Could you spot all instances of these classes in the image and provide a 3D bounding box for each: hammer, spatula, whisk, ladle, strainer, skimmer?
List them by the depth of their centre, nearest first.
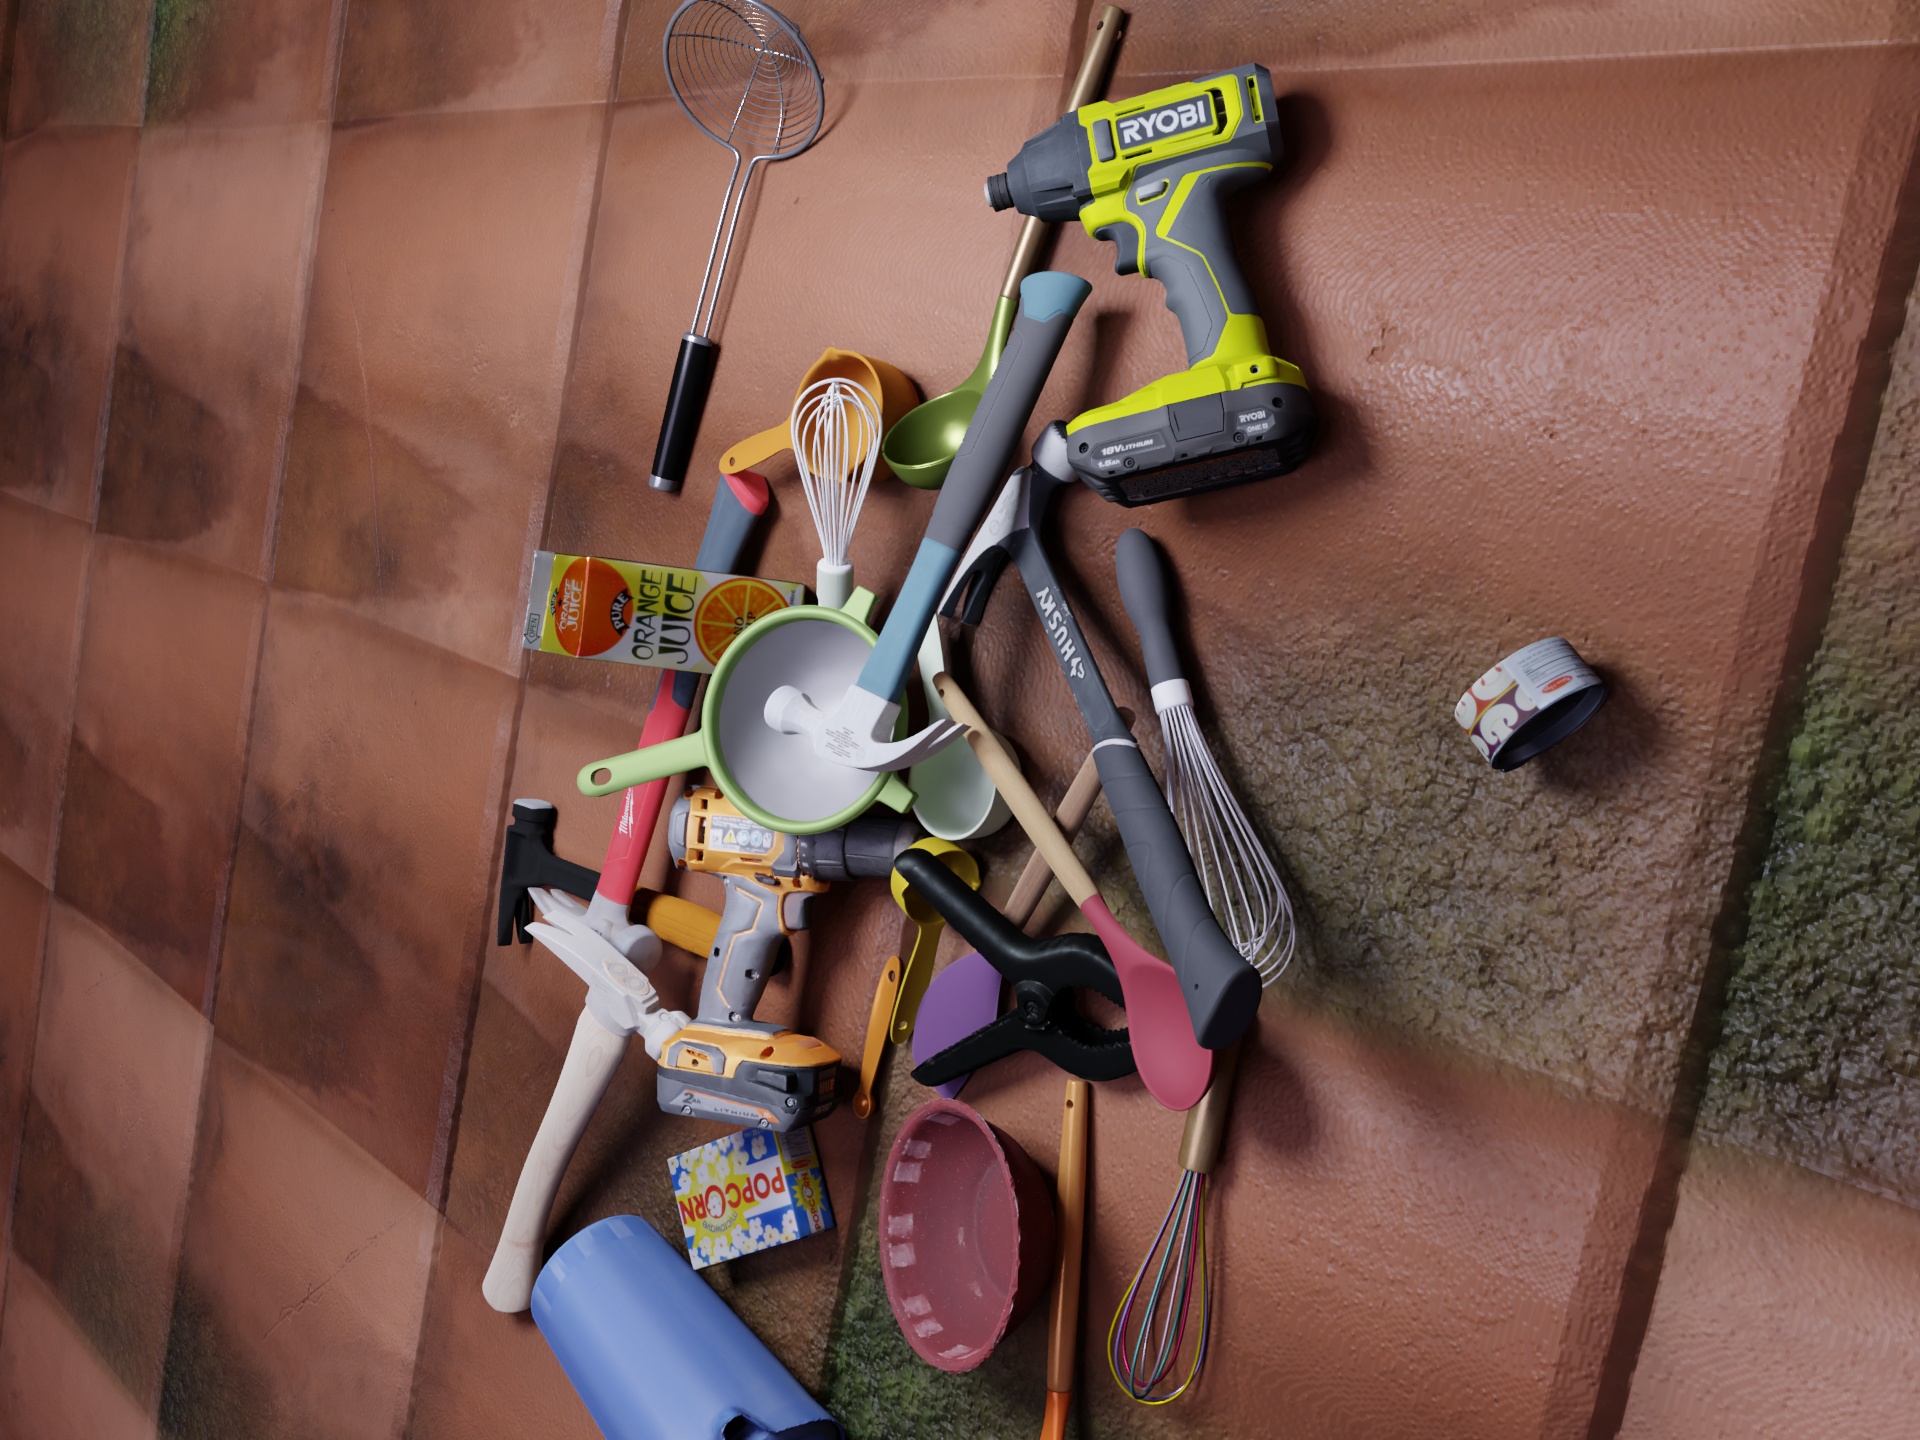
[{"bbox_3d":[0.077,0.005,0.896,0.149,0.036,0.409,-52,39,32],"label":"hammer"},{"bbox_3d":[0.127,0.278,0.916,0.047,0.051,0.245,15,95,46],"label":"whisk"},{"bbox_3d":[0.129,0.017,0.916,0.070,0.070,0.285,-27,67,37],"label":"whisk"},{"bbox_3d":[0.061,0.087,0.931,0.316,0.031,0.069,57,132,29],"label":"ladle"},{"bbox_3d":[0.067,0.384,0.978,0.081,0.041,0.323,0,84,42],"label":"spatula"},{"bbox_3d":[-0.006,-0.121,0.978,0.128,0.033,0.331,27,96,29],"label":"hammer"},{"bbox_3d":[0.035,0.117,0.995,0.060,0.018,0.315,46,125,30],"label":"spatula"},{"bbox_3d":[0.032,-0.298,1.012,0.078,0.062,0.320,35,108,48],"label":"ladle"},{"bbox_3d":[-0.085,-0.112,1.070,0.058,0.059,0.246,-105,16,-58],"label":"whisk"},{"bbox_3d":[-0.140,0.015,1.084,0.256,0.069,0.151,-16,79,22],"label":"strainer"},{"bbox_3d":[-0.193,-0.345,1.186,0.127,0.090,0.363,19,106,8],"label":"skimmer"},{"bbox_3d":[-0.232,-0.010,1.218,0.143,0.038,0.386,23,98,41],"label":"hammer"},{"bbox_3d":[-0.328,0.331,1.262,0.146,0.038,0.410,37,124,16],"label":"hammer"},{"bbox_3d":[-0.261,0.154,1.264,0.337,0.034,0.127,11,95,41],"label":"hammer"}]

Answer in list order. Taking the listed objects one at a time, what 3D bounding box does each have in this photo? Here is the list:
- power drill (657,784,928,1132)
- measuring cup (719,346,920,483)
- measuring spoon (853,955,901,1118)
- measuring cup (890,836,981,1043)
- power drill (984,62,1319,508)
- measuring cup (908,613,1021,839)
[{"bbox_3d":[-0.116,0.161,1.092,0.185,0.084,0.226,4,87,20],"label":"power drill"},{"bbox_3d":[-0.099,-0.200,1.126,0.173,0.052,0.095,-13,80,42],"label":"measuring cup"},{"bbox_3d":[-0.055,0.219,1.100,0.021,0.011,0.117,18,97,49],"label":"measuring spoon"},{"bbox_3d":[-0.030,0.146,1.059,0.029,0.062,0.156,43,127,46],"label":"measuring cup"},{"bbox_3d":[0.109,-0.243,0.901,0.171,0.080,0.223,-11,80,15],"label":"power drill"},{"bbox_3d":[-0.002,-0.003,1.044,0.083,0.038,0.168,-23,70,39],"label":"measuring cup"}]
